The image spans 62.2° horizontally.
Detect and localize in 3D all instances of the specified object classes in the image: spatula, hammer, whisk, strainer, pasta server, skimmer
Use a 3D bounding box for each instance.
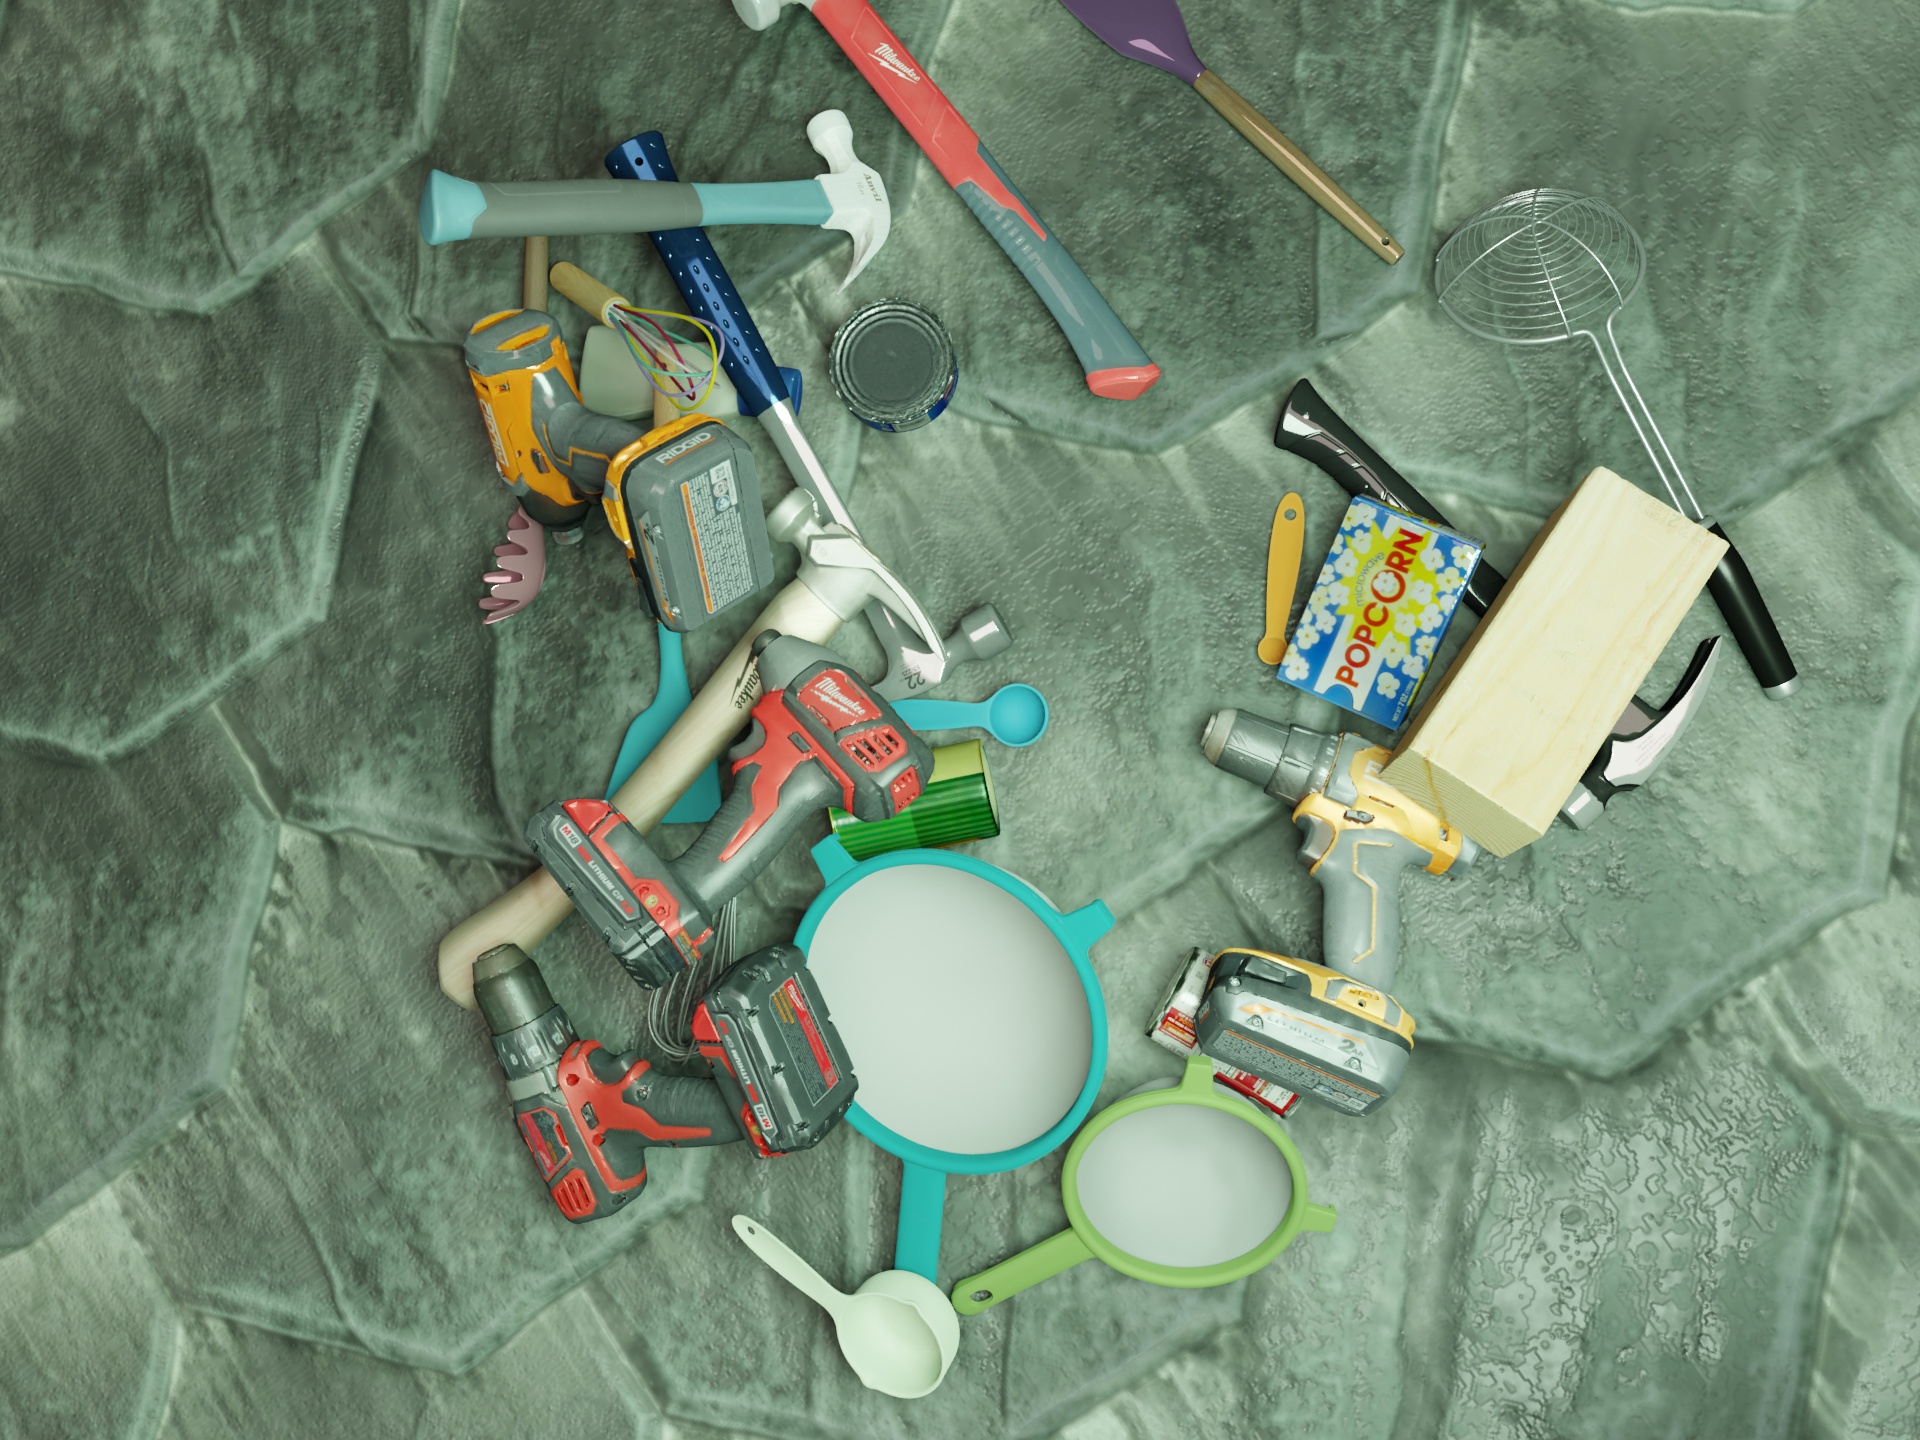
[{"bbox_3d":[0.182,-0.418,1.073,0.060,0.018,0.316,-44,82,1],"label":"spatula"},{"bbox_3d":[0.332,-0.097,1.027,0.146,0.035,0.335,-44,83,3],"label":"hammer"},{"bbox_3d":[-0.123,-0.194,1.049,0.144,0.035,0.405,-28,92,8],"label":"hammer"},{"bbox_3d":[0.016,-0.382,1.073,0.143,0.038,0.386,-37,87,-15],"label":"hammer"},{"bbox_3d":[-0.157,0.114,1.067,0.055,0.055,0.239,16,83,7],"label":"whisk"},{"bbox_3d":[-0.217,-0.256,1.035,0.051,0.047,0.245,-24,39,-24],"label":"whisk"},{"bbox_3d":[-0.179,-0.322,0.992,0.331,0.033,0.128,-17,77,-39],"label":"hammer"},{"bbox_3d":[-0.003,0.231,1.026,0.211,0.095,0.340,12,109,19],"label":"strainer"},{"bbox_3d":[-0.190,0.045,1.043,0.146,0.038,0.410,44,99,0],"label":"hammer"},{"bbox_3d":[-0.198,-0.091,1.069,0.082,0.044,0.317,1,97,8],"label":"spatula"},{"bbox_3d":[0.099,0.306,1.020,0.256,0.069,0.151,-34,106,21],"label":"strainer"},{"bbox_3d":[-0.306,-0.223,1.106,0.040,0.060,0.316,3,83,-25],"label":"pasta server"},{"bbox_3d":[0.433,-0.177,1.024,0.127,0.090,0.363,-30,94,1],"label":"skimmer"}]

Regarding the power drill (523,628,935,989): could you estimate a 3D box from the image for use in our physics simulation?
[{"bbox_3d":[-0.139,0.043,0.950,0.219,0.078,0.143,-38,67,-14],"label":"power drill"}]

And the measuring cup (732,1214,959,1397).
[{"bbox_3d":[-0.073,0.363,1.024,0.168,0.038,0.083,33,118,15],"label":"measuring cup"}]

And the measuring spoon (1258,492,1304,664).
[{"bbox_3d":[0.213,-0.094,1.054,0.021,0.011,0.117,7,84,10],"label":"measuring spoon"}]

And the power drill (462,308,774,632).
[{"bbox_3d":[-0.216,-0.145,0.993,0.084,0.164,0.227,-35,52,-28],"label":"power drill"}]

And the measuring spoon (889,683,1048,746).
[{"bbox_3d":[-0.002,-0.003,1.072,0.128,0.021,0.042,0,87,16],"label":"measuring spoon"}]

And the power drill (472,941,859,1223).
[{"bbox_3d":[-0.198,0.208,1.000,0.226,0.080,0.188,-21,95,25],"label":"power drill"}]

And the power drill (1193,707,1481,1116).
[{"bbox_3d":[0.212,0.103,0.975,0.185,0.084,0.226,23,62,6],"label":"power drill"}]
